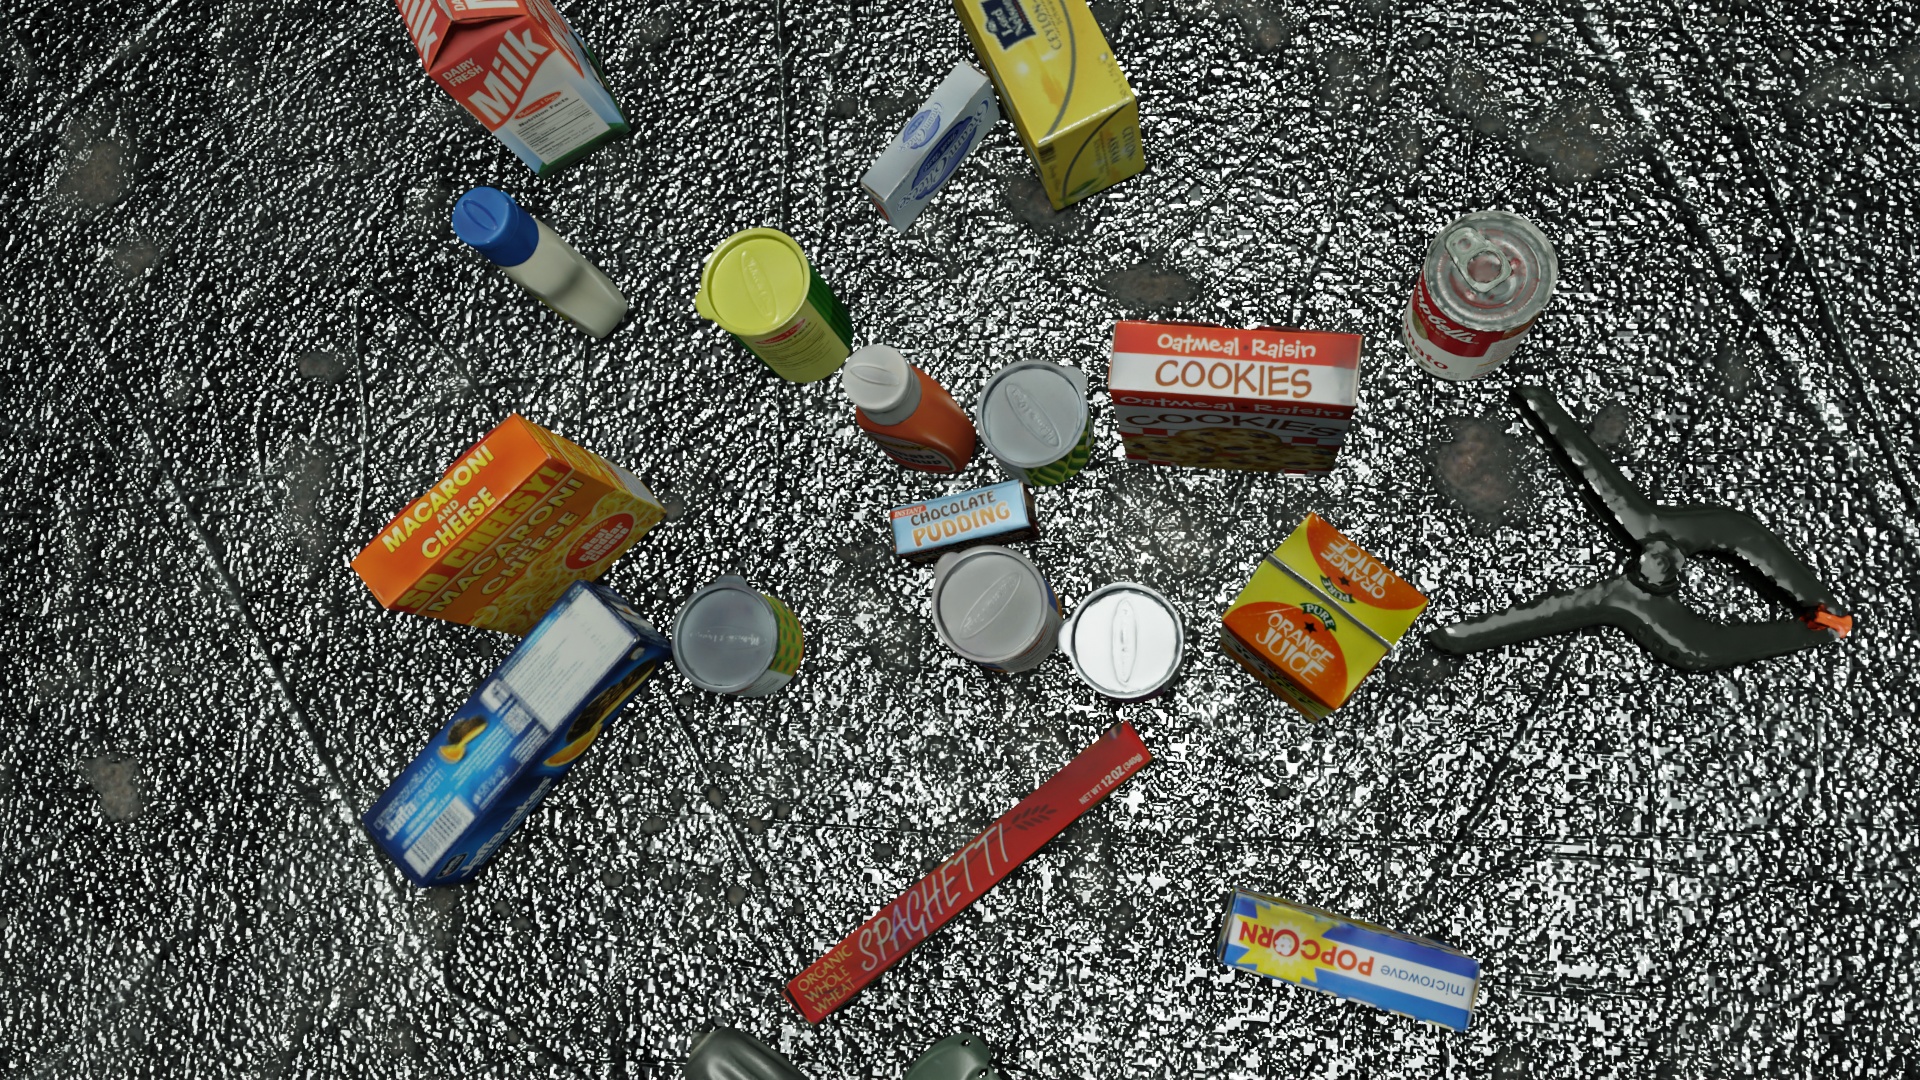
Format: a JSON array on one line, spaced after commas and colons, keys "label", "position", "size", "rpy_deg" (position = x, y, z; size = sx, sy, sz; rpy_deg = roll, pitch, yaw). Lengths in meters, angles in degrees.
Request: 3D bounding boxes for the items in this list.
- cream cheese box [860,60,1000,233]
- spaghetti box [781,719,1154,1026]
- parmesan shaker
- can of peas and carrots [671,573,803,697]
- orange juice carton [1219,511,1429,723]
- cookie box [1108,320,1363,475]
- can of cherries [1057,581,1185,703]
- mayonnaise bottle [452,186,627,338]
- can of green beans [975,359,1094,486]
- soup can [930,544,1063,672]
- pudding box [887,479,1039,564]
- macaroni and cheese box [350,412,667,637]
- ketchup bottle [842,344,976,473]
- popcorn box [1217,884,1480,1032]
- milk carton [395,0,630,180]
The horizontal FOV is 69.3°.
[{"label": "cream cheese box", "position": [-0.018, -0.250, 0.887], "size": [0.024, 0.053, 0.104], "rpy_deg": [39, 88, 14]}, {"label": "spaghetti box", "position": [0.007, 0.191, 0.802], "size": [0.250, 0.050, 0.029], "rpy_deg": [-39, 76, 1]}, {"label": "parmesan shaker", "position": [-0.113, -0.141, 0.857], "size": [0.071, 0.103, 0.071], "rpy_deg": [-2, 80, 10]}, {"label": "can of peas and carrots", "position": [-0.134, 0.059, 0.847], "size": [0.071, 0.058, 0.071], "rpy_deg": [-2, 80, 10]}, {"label": "orange juice carton", "position": [0.185, 0.043, 0.725], "size": [0.072, 0.192, 0.073], "rpy_deg": [40, 89, 14]}, {"label": "cookie box", "position": [0.149, -0.076, 0.766], "size": [0.123, 0.167, 0.040], "rpy_deg": [5, 81, 11]}, {"label": "can of cherries", "position": [0.095, 0.060, 0.807], "size": [0.071, 0.058, 0.071], "rpy_deg": [-2, 80, 10]}, {"label": "mayonnaise bottle", "position": [-0.263, -0.174, 0.867], "size": [0.065, 0.148, 0.041], "rpy_deg": [40, 89, 14]}, {"label": "can of green beans", "position": [0.046, -0.070, 0.839], "size": [0.071, 0.057, 0.071], "rpy_deg": [-2, 80, 10]}, {"label": "soup can", "position": [0.021, 0.040, 0.810], "size": [0.071, 0.083, 0.071], "rpy_deg": [-2, 80, 10]}, {"label": "pudding box", "position": [0.003, -0.011, 0.840], "size": [0.084, 0.049, 0.030], "rpy_deg": [-12, 78, 8]}, {"label": "macaroni and cheese box", "position": [-0.261, -0.003, 0.825], "size": [0.124, 0.166, 0.040], "rpy_deg": [-43, 76, 1]}, {"label": "ketchup bottle", "position": [-0.033, -0.076, 0.808], "size": [0.065, 0.148, 0.043], "rpy_deg": [15, 83, 12]}, {"label": "popcorn box", "position": [0.204, 0.222, 0.744], "size": [0.127, 0.085, 0.038], "rpy_deg": [13, 83, 12]}, {"label": "milk carton", "position": [-0.289, -0.312, 0.875], "size": [0.073, 0.190, 0.072], "rpy_deg": [-28, 77, 4]}]
